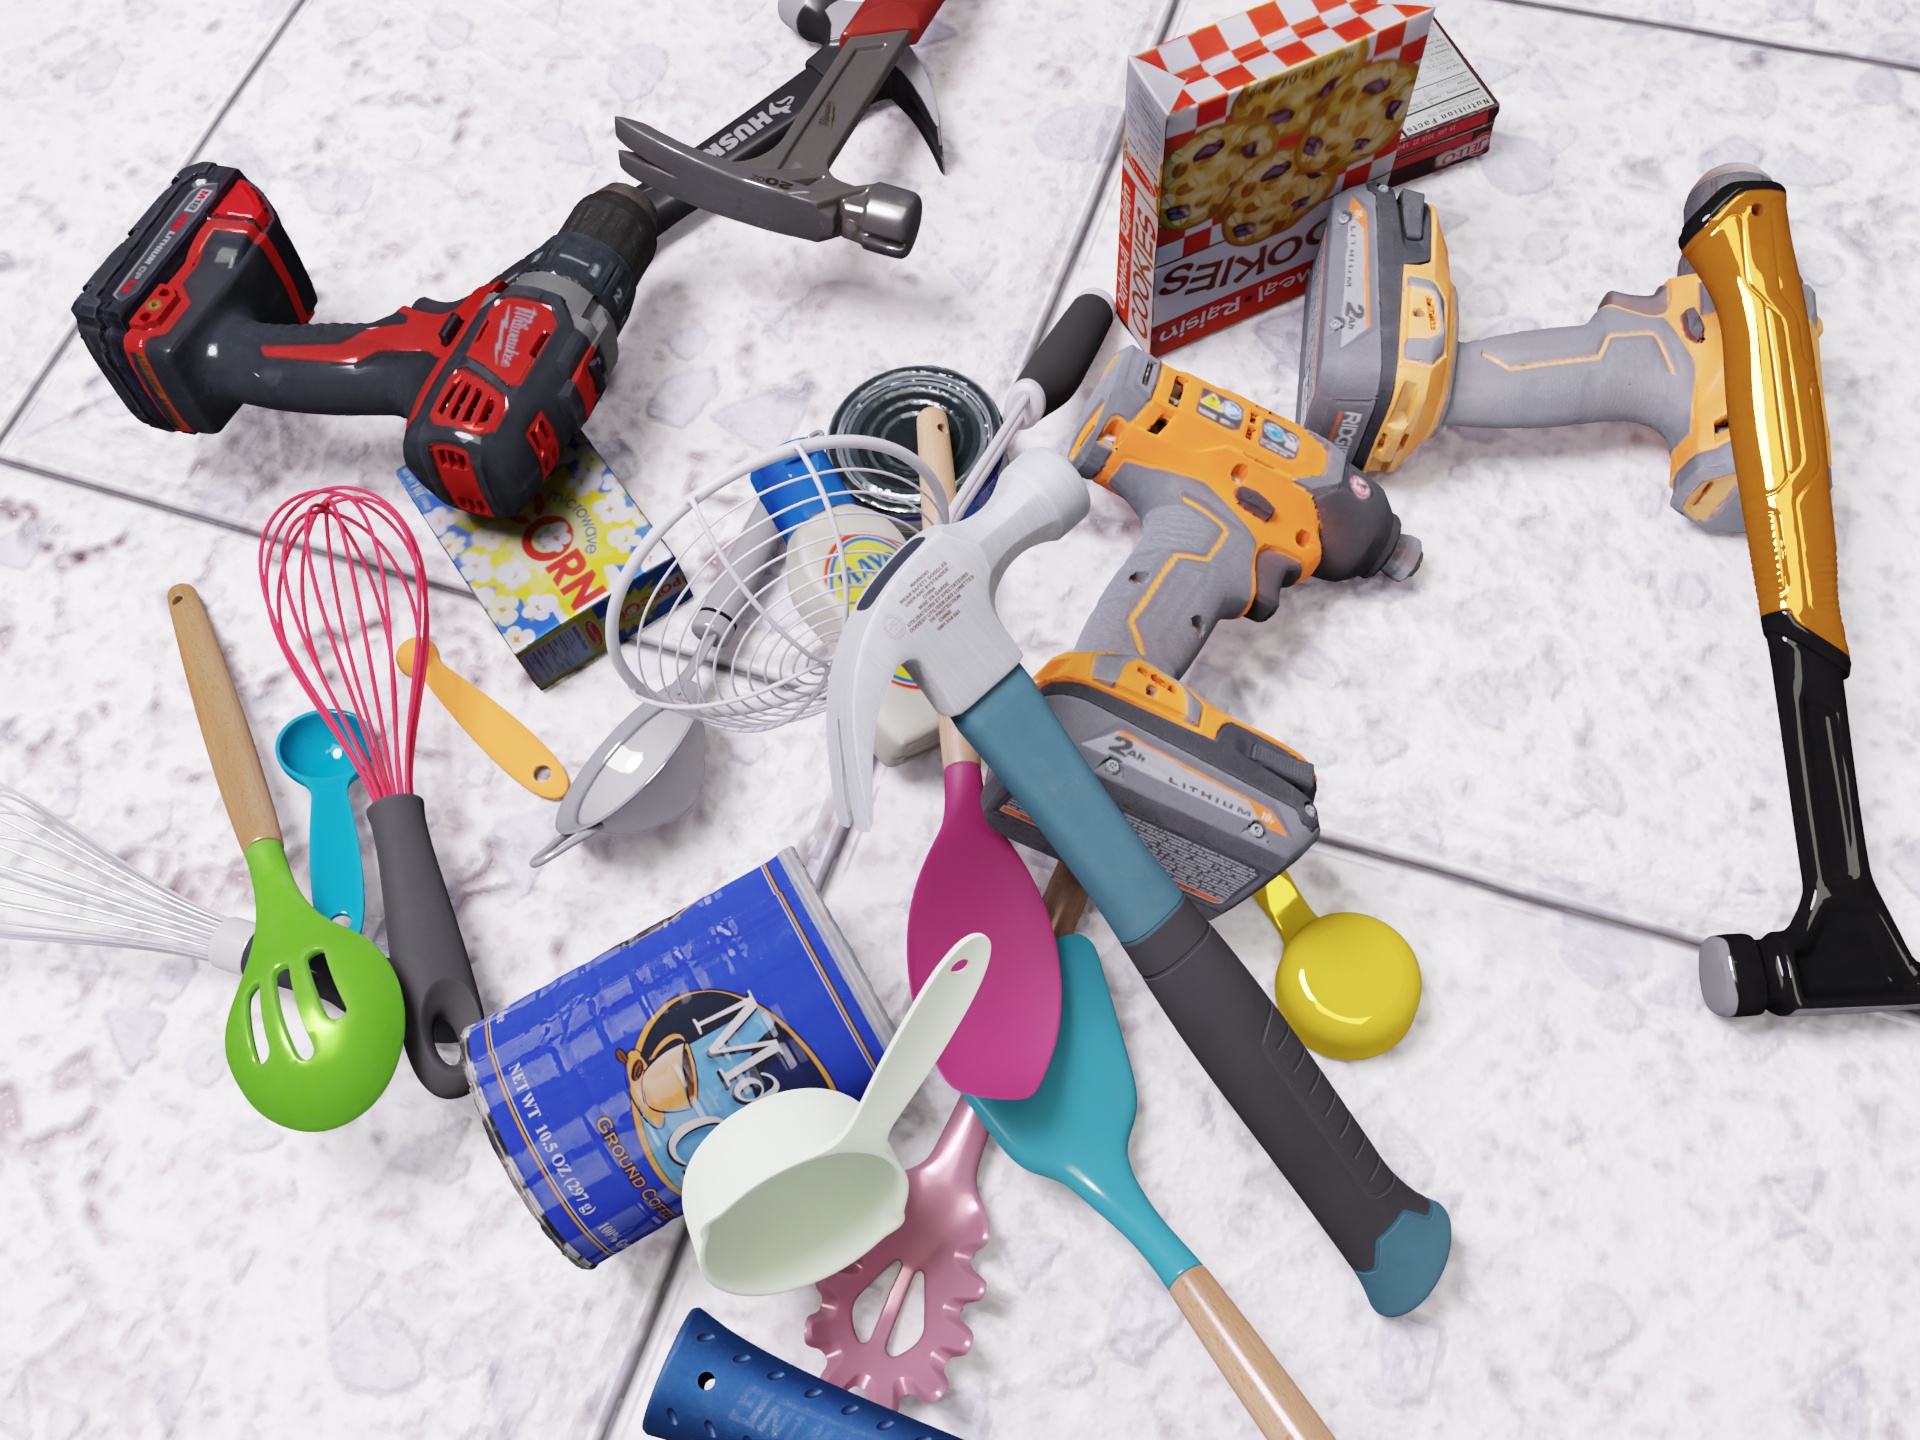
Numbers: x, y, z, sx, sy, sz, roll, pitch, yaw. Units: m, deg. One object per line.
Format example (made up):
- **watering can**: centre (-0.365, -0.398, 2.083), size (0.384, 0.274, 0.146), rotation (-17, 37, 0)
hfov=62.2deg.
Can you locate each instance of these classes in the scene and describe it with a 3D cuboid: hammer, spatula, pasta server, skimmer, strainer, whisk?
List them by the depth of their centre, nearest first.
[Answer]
- **hammer**: centre (0.087, 0.296, 0.518), size (0.405, 0.035, 0.144), rotation (20, 69, 6)
- **spatula**: centre (0.092, 0.206, 0.539), size (0.082, 0.044, 0.318), rotation (-19, 48, -24)
- **hammer**: centre (0.074, 0.077, 0.546), size (0.128, 0.033, 0.331), rotation (-41, 105, -15)
- **pasta server**: centre (0.023, 0.116, 0.633), size (0.060, 0.040, 0.316), rotation (24, 68, 4)
- **hammer**: centre (0.343, -0.055, 0.635), size (0.127, 0.034, 0.337), rotation (-5, 81, 3)
- **skimmer**: centre (-0.017, -0.117, 0.648), size (0.090, 0.127, 0.363), rotation (27, 40, 2)
- **whisk**: centre (-0.333, 0.086, 0.671), size (0.284, 0.070, 0.070), rotation (16, 68, 7)
- **whisk**: centre (-0.244, 0.020, 0.675), size (0.073, 0.073, 0.296), rotation (-20, 66, -4)
- **strainer**: centre (-0.112, -0.034, 0.714), size (0.087, 0.050, 0.259), rotation (-12, 47, 49)
- **hammer**: centre (-0.158, -0.263, 0.827), size (0.335, 0.035, 0.146), rotation (-39, 67, -12)
- **hammer**: centre (-0.038, -0.380, 0.832), size (0.149, 0.036, 0.359), rotation (20, 58, 5)

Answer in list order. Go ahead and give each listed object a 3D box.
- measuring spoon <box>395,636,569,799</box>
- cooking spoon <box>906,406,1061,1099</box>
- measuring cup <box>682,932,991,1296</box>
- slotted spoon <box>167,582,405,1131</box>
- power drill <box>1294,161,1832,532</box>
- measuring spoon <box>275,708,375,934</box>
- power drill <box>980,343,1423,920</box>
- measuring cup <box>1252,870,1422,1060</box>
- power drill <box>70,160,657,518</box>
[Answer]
- **measuring spoon**: centre (-0.219, -0.003, 0.724), size (0.117, 0.011, 0.021), rotation (39, 74, 20)
- **cooking spoon**: centre (-0.001, -0.002, 0.649), size (0.068, 0.017, 0.319), rotation (14, 56, -29)
- **measuring cup**: centre (-0.039, 0.126, 0.538), size (0.167, 0.083, 0.038), rotation (-60, 41, 22)
- **slotted spoon**: centre (-0.301, 0.038, 0.671), size (0.070, 0.031, 0.314), rotation (-32, 53, -6)
- **power drill**: centre (0.276, -0.187, 0.728), size (0.226, 0.084, 0.185), rotation (8, 67, 4)
- **measuring spoon**: centre (-0.272, 0.050, 0.690), size (0.042, 0.021, 0.129), rotation (-7, 53, -19)
- **power drill**: centre (0.108, -0.038, 0.655), size (0.164, 0.084, 0.227), rotation (24, 57, -8)
- **measuring cup**: centre (0.130, 0.065, 0.650), size (0.062, 0.029, 0.157), rotation (-29, 66, -8)
- **power drill**: centre (-0.264, -0.195, 0.746), size (0.227, 0.080, 0.188), rotation (13, 59, 11)
